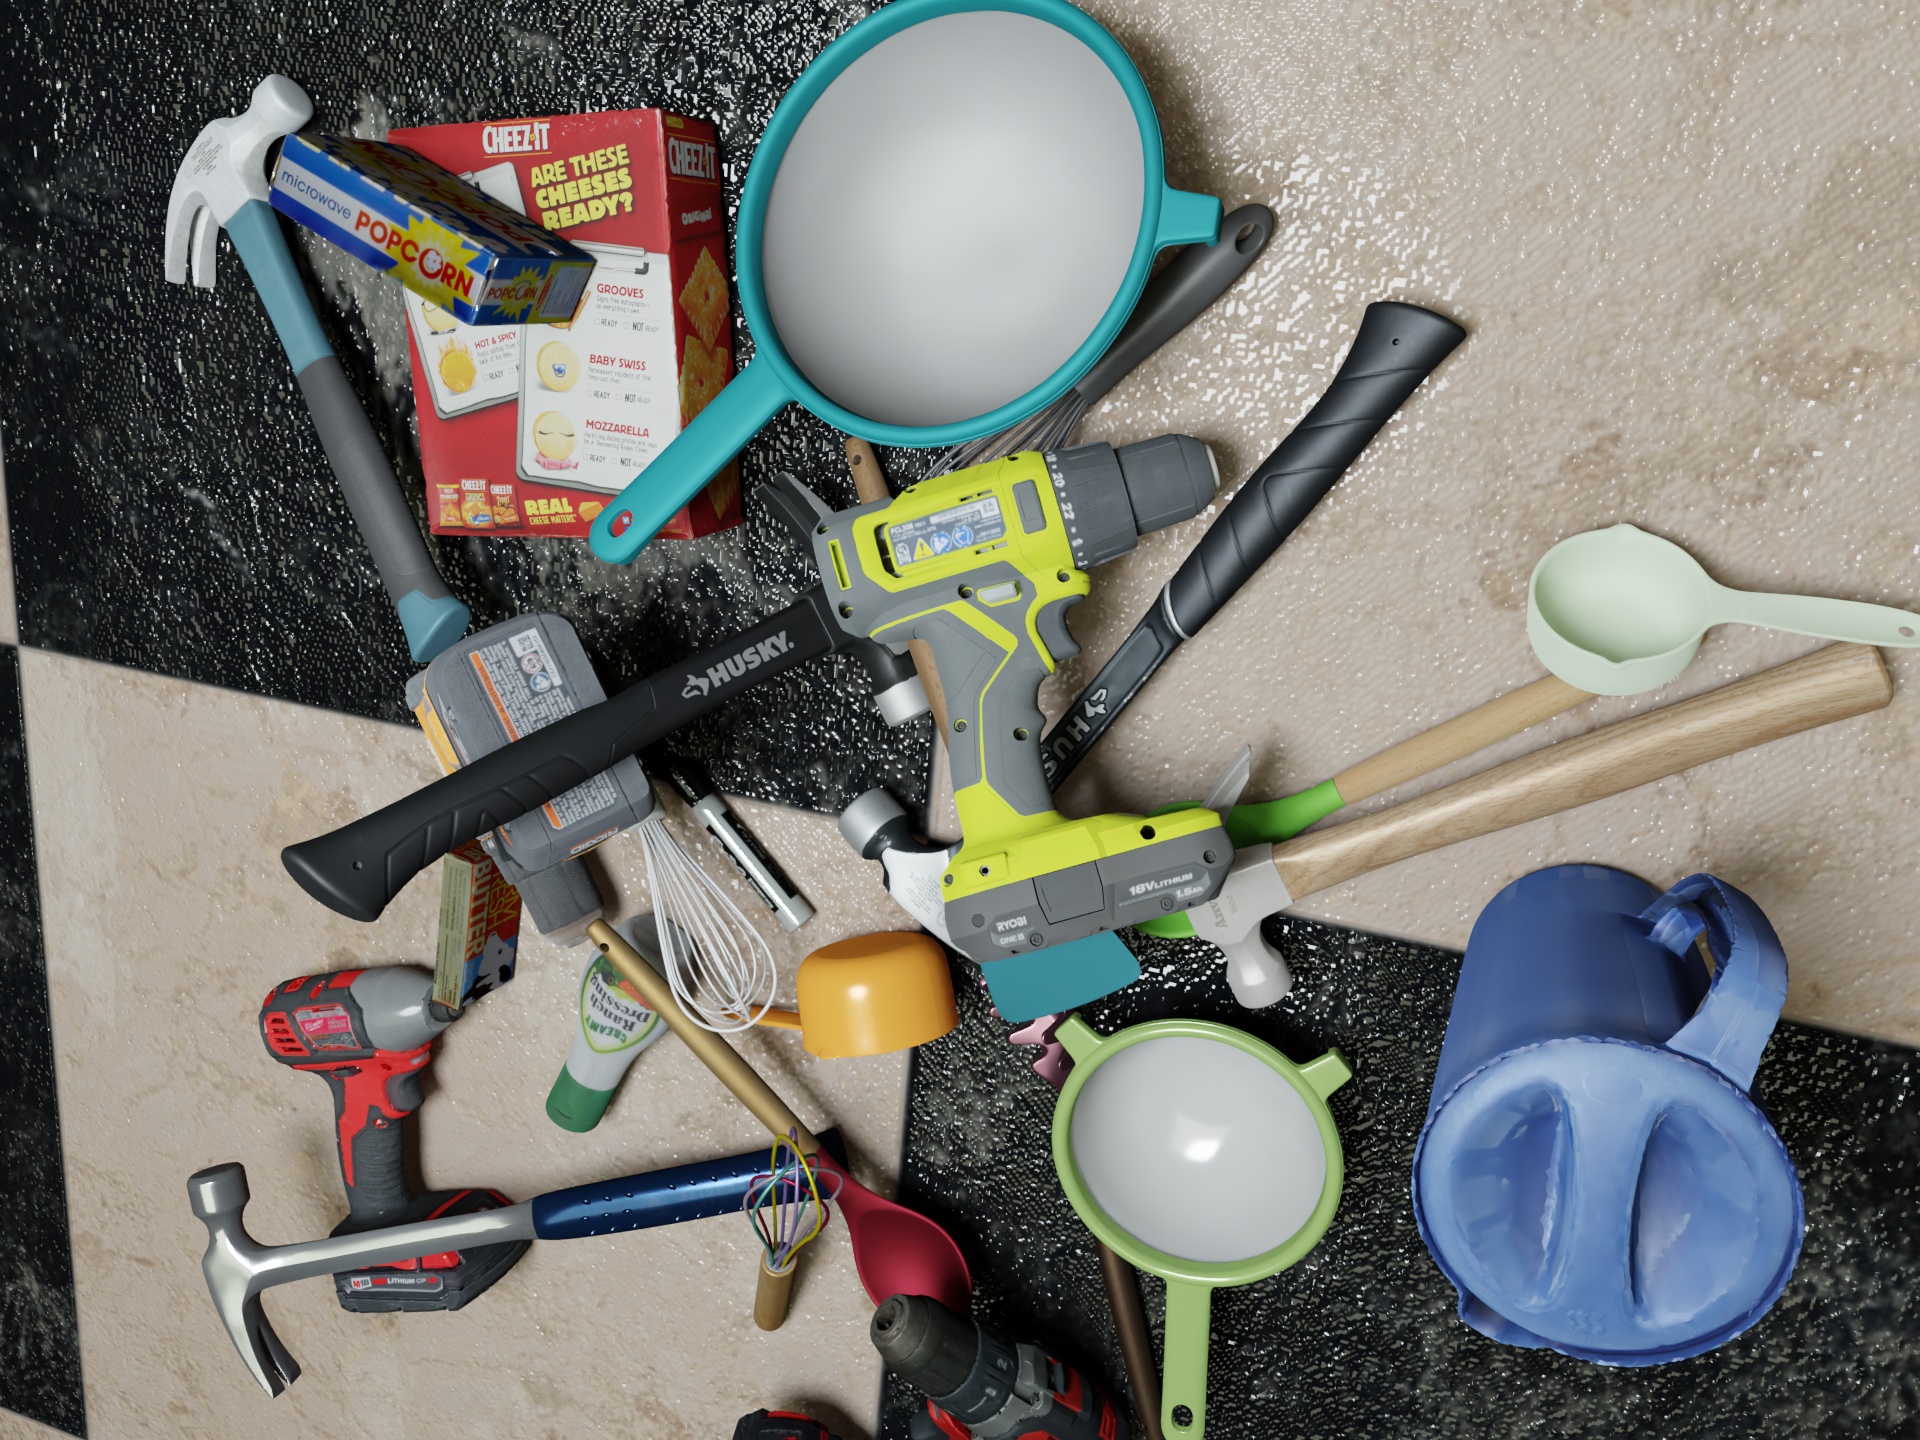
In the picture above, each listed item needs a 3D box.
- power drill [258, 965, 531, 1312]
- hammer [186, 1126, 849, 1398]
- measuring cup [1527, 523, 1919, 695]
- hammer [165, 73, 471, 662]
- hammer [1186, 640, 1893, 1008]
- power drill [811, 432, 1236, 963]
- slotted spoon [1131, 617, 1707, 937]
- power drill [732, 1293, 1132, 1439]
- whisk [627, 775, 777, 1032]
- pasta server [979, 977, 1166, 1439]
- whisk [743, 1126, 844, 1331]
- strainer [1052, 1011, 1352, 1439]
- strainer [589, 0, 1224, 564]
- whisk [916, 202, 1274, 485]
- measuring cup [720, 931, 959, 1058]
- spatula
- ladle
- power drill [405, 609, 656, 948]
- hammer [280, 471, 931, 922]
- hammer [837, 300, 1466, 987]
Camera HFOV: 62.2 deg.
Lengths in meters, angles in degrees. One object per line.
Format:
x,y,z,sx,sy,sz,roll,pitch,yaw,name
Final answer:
-0.364,0.266,1.038,0.143,0.078,0.219,-10,98,21,power drill
-0.267,0.312,0.972,0.405,0.035,0.144,-12,93,5,hammer
0.337,-0.040,0.704,0.167,0.083,0.038,9,147,15,measuring cup
-0.361,-0.190,0.907,0.128,0.033,0.331,-28,85,25,hammer
0.260,0.033,0.753,0.331,0.031,0.130,-22,111,18,hammer
0.049,-0.016,0.744,0.190,0.080,0.228,-16,83,4,power drill
0.213,0.026,0.790,0.314,0.031,0.070,-28,94,22,slotted spoon
-0.038,0.417,0.925,0.226,0.080,0.187,-35,121,23,power drill
-0.175,0.064,0.908,0.059,0.057,0.246,-27,78,-4,whisk
0.073,0.277,0.902,0.060,0.040,0.316,10,117,61,pasta server
-0.103,0.306,0.917,0.047,0.051,0.244,29,141,13,whisk
0.129,0.268,0.862,0.151,0.069,0.256,5,107,16,strainer
-0.040,-0.185,0.770,0.340,0.095,0.211,-40,72,18,strainer
0.062,-0.163,0.783,0.239,0.055,0.055,-42,88,20,whisk
-0.080,0.151,0.909,0.174,0.095,0.052,-3,97,40,measuring cup
-0.001,-0.003,0.820,0.082,0.044,0.318,-25,76,25,spatula
-0.104,0.232,0.915,0.069,0.031,0.315,-39,97,20,ladle
-0.234,0.040,0.871,0.185,0.084,0.226,65,156,-4,power drill
-0.162,-0.004,0.764,0.035,0.335,0.146,-18,100,54,hammer
0.100,-0.037,0.796,0.149,0.036,0.409,47,112,20,hammer
